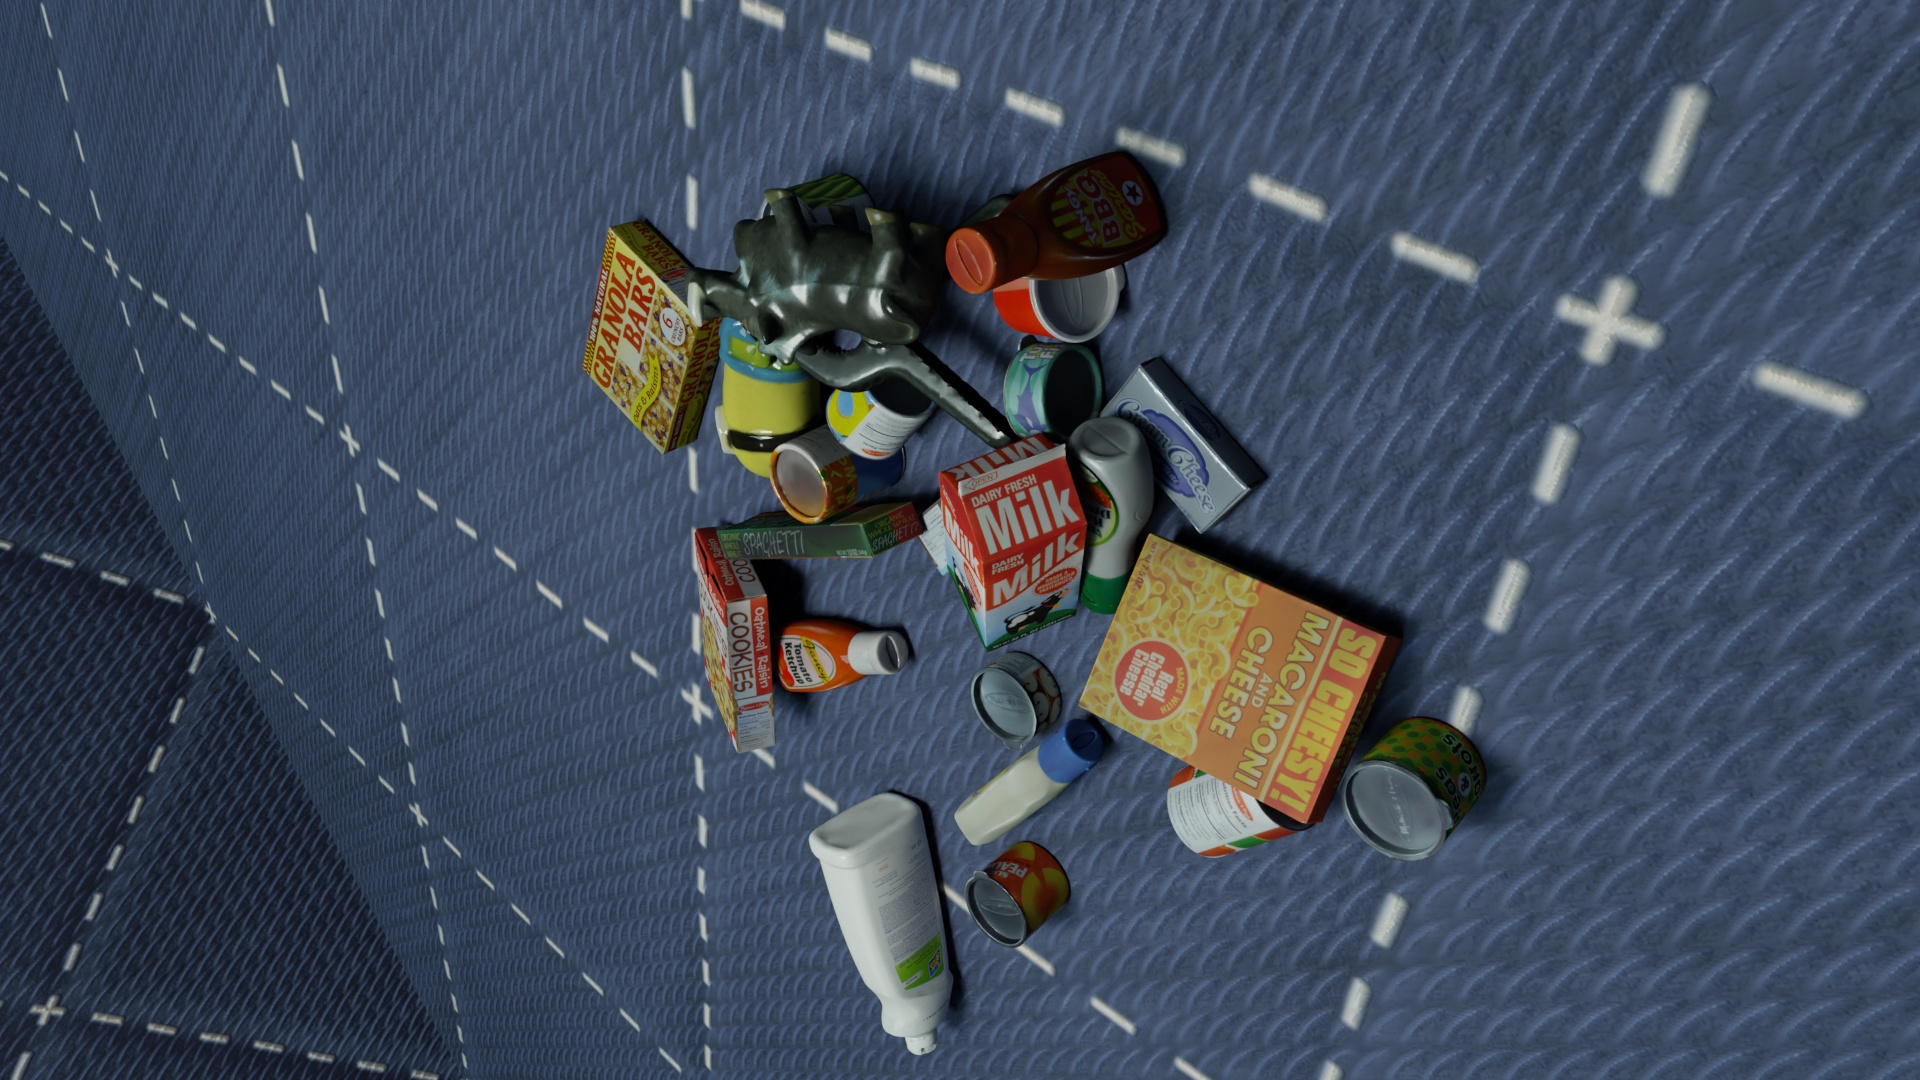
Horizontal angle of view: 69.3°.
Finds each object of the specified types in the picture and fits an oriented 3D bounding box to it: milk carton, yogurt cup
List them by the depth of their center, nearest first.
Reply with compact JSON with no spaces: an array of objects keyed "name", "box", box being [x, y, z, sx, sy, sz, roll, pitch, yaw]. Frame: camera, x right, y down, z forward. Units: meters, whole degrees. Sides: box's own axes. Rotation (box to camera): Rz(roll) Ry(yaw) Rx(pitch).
[{"name":"yogurt cup","box":[0.057,-0.157,0.867,0.054,0.073,0.072,10,119,56]},{"name":"milk carton","box":[0.033,-0.004,0.904,0.189,0.072,0.073,88,159,-64]}]

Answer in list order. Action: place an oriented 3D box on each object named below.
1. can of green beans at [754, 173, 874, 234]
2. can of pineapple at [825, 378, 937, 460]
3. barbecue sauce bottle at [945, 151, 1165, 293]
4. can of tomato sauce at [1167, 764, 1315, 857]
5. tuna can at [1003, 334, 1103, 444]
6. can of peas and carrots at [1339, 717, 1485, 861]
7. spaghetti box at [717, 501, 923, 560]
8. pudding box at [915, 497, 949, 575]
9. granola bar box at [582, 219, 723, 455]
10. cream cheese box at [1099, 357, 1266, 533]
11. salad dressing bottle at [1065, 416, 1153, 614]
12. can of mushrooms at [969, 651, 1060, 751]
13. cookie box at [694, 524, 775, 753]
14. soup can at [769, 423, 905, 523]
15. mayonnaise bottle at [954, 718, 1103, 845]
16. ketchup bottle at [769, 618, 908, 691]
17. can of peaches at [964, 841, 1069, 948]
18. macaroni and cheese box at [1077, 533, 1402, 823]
[{"name":"can of green beans","box":[-0.101,-0.224,0.995,0.071,0.058,0.071,24,128,35]},{"name":"can of pineapple","box":[-0.057,-0.103,1.014,0.071,0.071,0.057,54,139,7]},{"name":"barbecue sauce bottle","box":[0.054,-0.177,0.793,0.043,0.149,0.065,-25,93,50]},{"name":"can of tomato sauce","box":[0.189,0.169,0.920,0.071,0.071,0.082,57,140,4]},{"name":"tuna can","box":[0.060,-0.098,0.896,0.033,0.071,0.070,8,118,41]},{"name":"can of peas and carrots","box":[0.271,0.147,0.826,0.071,0.059,0.070,23,127,35]},{"name":"spaghetti box","box":[-0.121,-0.006,1.122,0.250,0.050,0.028,-2,109,55]},{"name":"pudding box","box":[0.004,-0.013,1.030,0.049,0.030,0.083,58,139,6]},{"name":"granola bar box","box":[-0.266,-0.175,1.206,0.124,0.039,0.164,45,137,17]},{"name":"cream cheese box","box":[0.138,-0.059,0.871,0.104,0.024,0.053,51,138,12]},{"name":"salad dressing bottle","box":[0.096,-0.012,0.905,0.064,0.044,0.146,40,151,35]},{"name":"can of mushrooms","box":[0.042,0.123,1.066,0.071,0.033,0.070,23,127,35]},{"name":"cookie box","box":[-0.205,0.088,1.255,0.123,0.040,0.166,-127,32,-52]},{"name":"soup can","box":[-0.094,-0.055,1.065,0.071,0.084,0.071,24,128,35]},{"name":"mayonnaise bottle","box":[0.055,0.185,1.069,0.041,0.065,0.147,55,135,12]},{"name":"ketchup bottle","box":[-0.105,0.098,1.195,0.148,0.044,0.064,-7,104,47]},{"name":"can of peaches","box":[0.046,0.287,1.137,0.071,0.058,0.071,24,128,36]},{"name":"macaroni and cheese box","box":[0.171,0.083,0.865,0.167,0.040,0.123,25,96,33]}]
